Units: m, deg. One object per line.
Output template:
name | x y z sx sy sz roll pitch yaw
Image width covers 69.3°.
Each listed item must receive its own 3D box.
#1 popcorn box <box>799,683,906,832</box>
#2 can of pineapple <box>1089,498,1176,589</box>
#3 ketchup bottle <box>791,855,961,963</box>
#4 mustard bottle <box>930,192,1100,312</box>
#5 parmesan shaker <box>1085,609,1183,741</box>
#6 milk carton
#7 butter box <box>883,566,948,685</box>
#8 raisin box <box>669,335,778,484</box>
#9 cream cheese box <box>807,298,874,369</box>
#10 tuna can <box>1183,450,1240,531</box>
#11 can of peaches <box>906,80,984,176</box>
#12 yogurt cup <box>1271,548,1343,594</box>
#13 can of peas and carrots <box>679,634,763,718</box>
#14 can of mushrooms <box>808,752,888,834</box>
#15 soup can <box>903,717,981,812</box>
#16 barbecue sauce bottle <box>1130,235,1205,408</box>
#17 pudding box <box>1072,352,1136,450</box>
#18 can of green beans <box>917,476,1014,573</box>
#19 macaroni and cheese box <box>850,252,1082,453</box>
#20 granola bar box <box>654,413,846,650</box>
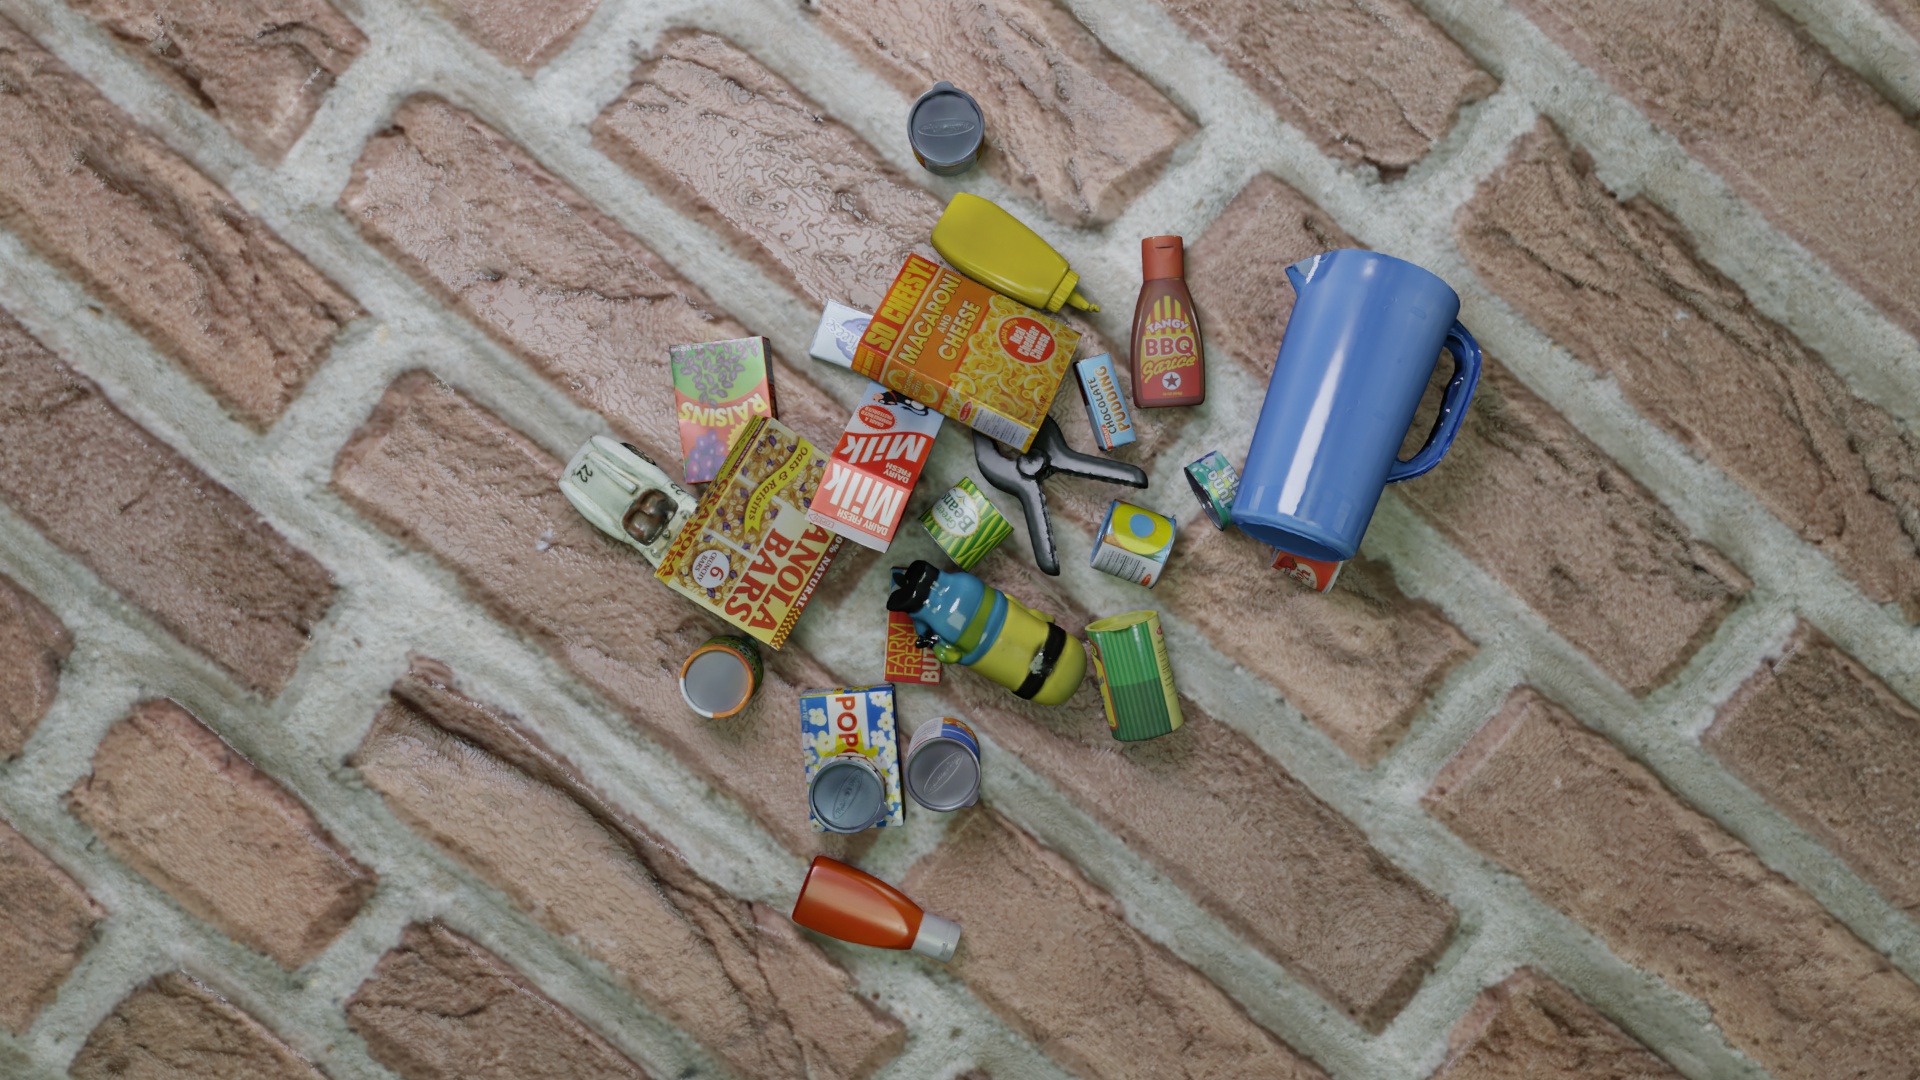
popcorn box | -0.097 0.195 1.253 0.085 0.038 0.126 -5 94 0
can of pineapple | 0.152 0.001 1.225 0.058 0.071 0.071 20 94 -1
ketchup bottle | -0.074 0.341 1.260 0.149 0.043 0.064 22 95 -1
mustard bottle | 0.052 -0.240 1.216 0.160 0.049 0.065 33 91 -2
parmesan shaker | 0.154 0.120 1.229 0.071 0.071 0.103 -13 94 1
milk carton | -0.069 -0.061 1.156 0.072 0.192 0.073 22 130 -2
butter box | -0.040 0.077 1.251 0.053 0.024 0.103 4 94 1
raisin box | -0.207 -0.115 1.231 0.086 0.040 0.123 -7 93 0
cream cheese box | -0.078 -0.173 1.233 0.104 0.024 0.053 19 94 -1
tuna can | 0.226 -0.044 1.218 0.033 0.071 0.071 -31 94 2
can of peaches | -0.012 -0.355 1.204 0.071 0.058 0.071 0 94 1
yogurt cup | 0.309 0.007 1.225 0.054 0.072 0.072 21 94 7
can of peas and carrots | -0.211 0.119 1.238 0.071 0.059 0.071 0 95 0
can of mushrooms | -0.096 0.222 1.218 0.071 0.033 0.071 0 94 1
soup can | -0.013 0.199 1.230 0.071 0.084 0.071 0 95 1
barbecue sauce bottle | 0.180 -0.191 1.221 0.065 0.044 0.148 -3 94 2
pudding box | 0.126 -0.122 1.223 0.030 0.050 0.083 -18 94 0
can of green beans | 0.005 -0.014 1.223 0.058 0.071 0.071 -42 93 3
macaroni and cheese box | 0.006 -0.162 1.194 0.166 0.040 0.124 26 55 -1
granola bar box | -0.167 -0.007 1.197 0.124 0.039 0.166 35 81 -32
